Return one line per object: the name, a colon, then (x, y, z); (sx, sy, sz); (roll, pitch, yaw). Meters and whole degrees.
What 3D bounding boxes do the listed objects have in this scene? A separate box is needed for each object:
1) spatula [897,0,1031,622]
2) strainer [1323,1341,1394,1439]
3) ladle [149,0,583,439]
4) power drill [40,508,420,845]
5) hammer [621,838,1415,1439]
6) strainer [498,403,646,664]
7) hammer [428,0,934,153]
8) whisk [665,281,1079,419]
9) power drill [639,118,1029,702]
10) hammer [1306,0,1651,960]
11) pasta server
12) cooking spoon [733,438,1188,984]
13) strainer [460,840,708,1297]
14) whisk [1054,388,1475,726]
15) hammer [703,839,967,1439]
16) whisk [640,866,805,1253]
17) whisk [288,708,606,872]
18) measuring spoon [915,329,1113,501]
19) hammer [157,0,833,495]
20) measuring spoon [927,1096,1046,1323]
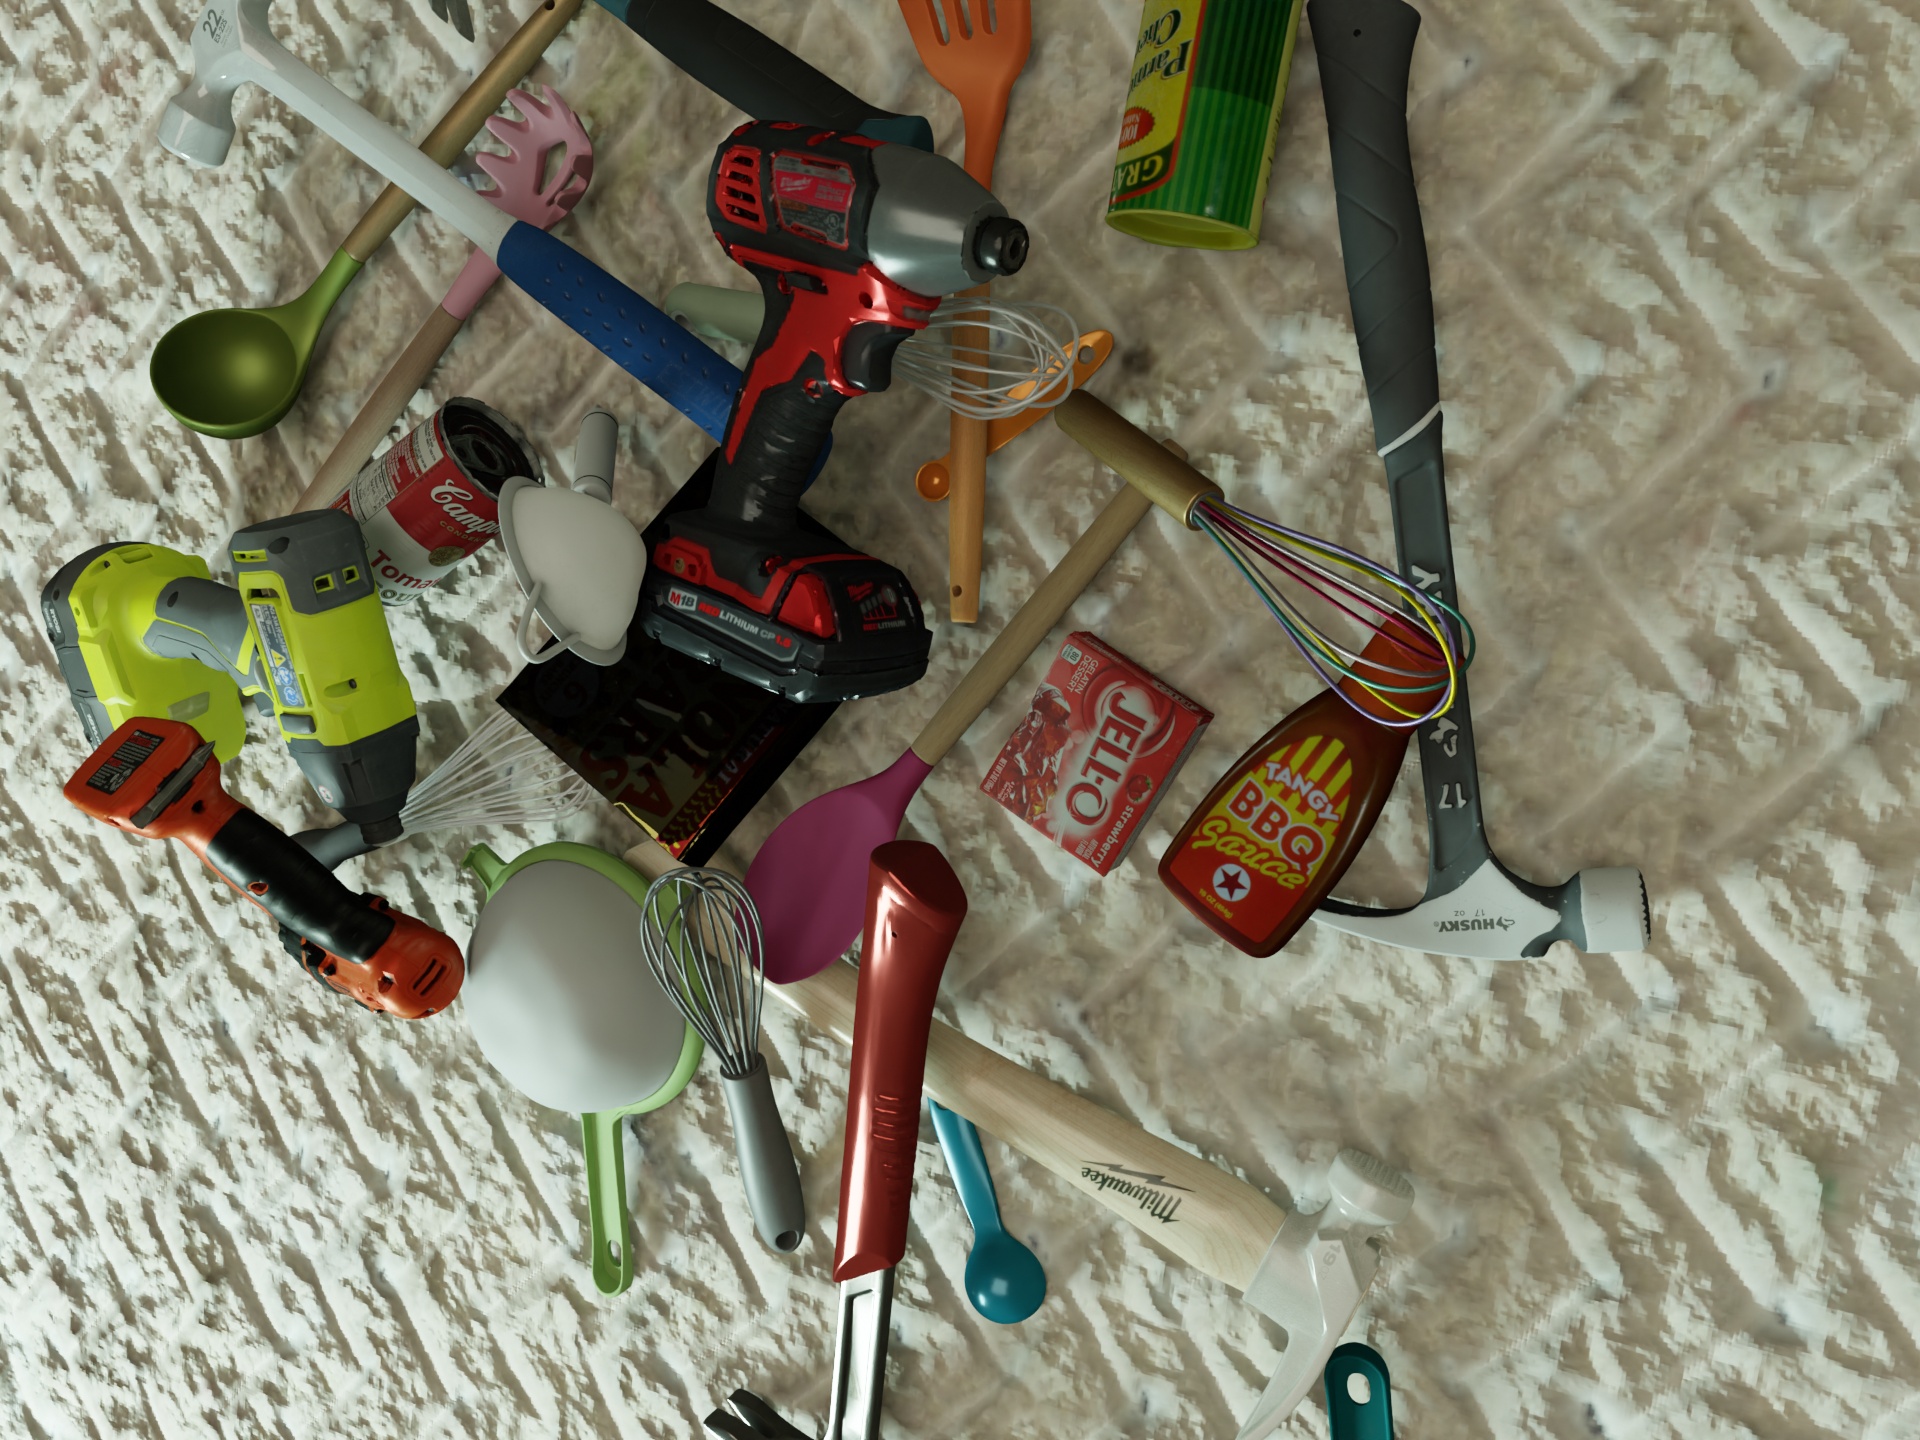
spatula: (0.000, -0.206, 0.724); (0.081, 0.041, 0.322); (3, 93, 34)
strainer: (0.180, 0.453, 0.690); (0.211, 0.095, 0.340); (-4, 95, 22)
ladle: (-0.314, -0.270, 0.842); (0.320, 0.062, 0.078); (-41, 78, 17)
power drill: (-0.381, -0.021, 0.845); (0.223, 0.080, 0.171); (3, 112, 35)
hammer: (-0.004, 0.177, 0.763); (0.411, 0.038, 0.146); (28, 97, 19)
strainer: (-0.166, -0.099, 0.716); (0.050, 0.259, 0.086); (-28, 120, 6)
hammer: (-0.139, -0.336, 0.754); (0.331, 0.033, 0.128); (39, 98, 19)
whisk: (-0.049, -0.177, 0.727); (0.246, 0.057, 0.059); (19, 72, 36)
power drill: (-0.051, -0.126, 0.655); (0.143, 0.078, 0.219); (22, 109, 31)
hammer: (0.186, -0.101, 0.669); (0.149, 0.036, 0.409); (-7, 92, 23)
pasta server: (-0.291, -0.199, 0.848); (0.316, 0.040, 0.060); (-46, 78, 20)
cooking spoon: (-0.001, -0.002, 0.743); (0.069, 0.017, 0.319); (44, 102, 23)
strainer: (-0.205, 0.193, 0.818); (0.151, 0.069, 0.256); (6, 106, 29)
whisk: (0.115, -0.079, 0.649); (0.051, 0.047, 0.245); (-43, 50, 0)
hammer: (-0.048, 0.223, 0.749); (0.149, 0.036, 0.359); (16, 112, 28)
whisk: (-0.108, 0.170, 0.770); (0.055, 0.055, 0.238); (2, 119, 22)
whisk: (-0.288, 0.048, 0.864); (0.284, 0.070, 0.070); (-20, 87, 27)
measuring spoon: (0.026, -0.142, 0.744); (0.117, 0.011, 0.021); (-38, 78, 17)
hammer: (-0.225, -0.243, 0.775); (0.405, 0.035, 0.144); (37, 111, 11)
measuring spoon: (0.005, 0.236, 0.779); (0.042, 0.021, 0.128); (-20, 87, 22)
